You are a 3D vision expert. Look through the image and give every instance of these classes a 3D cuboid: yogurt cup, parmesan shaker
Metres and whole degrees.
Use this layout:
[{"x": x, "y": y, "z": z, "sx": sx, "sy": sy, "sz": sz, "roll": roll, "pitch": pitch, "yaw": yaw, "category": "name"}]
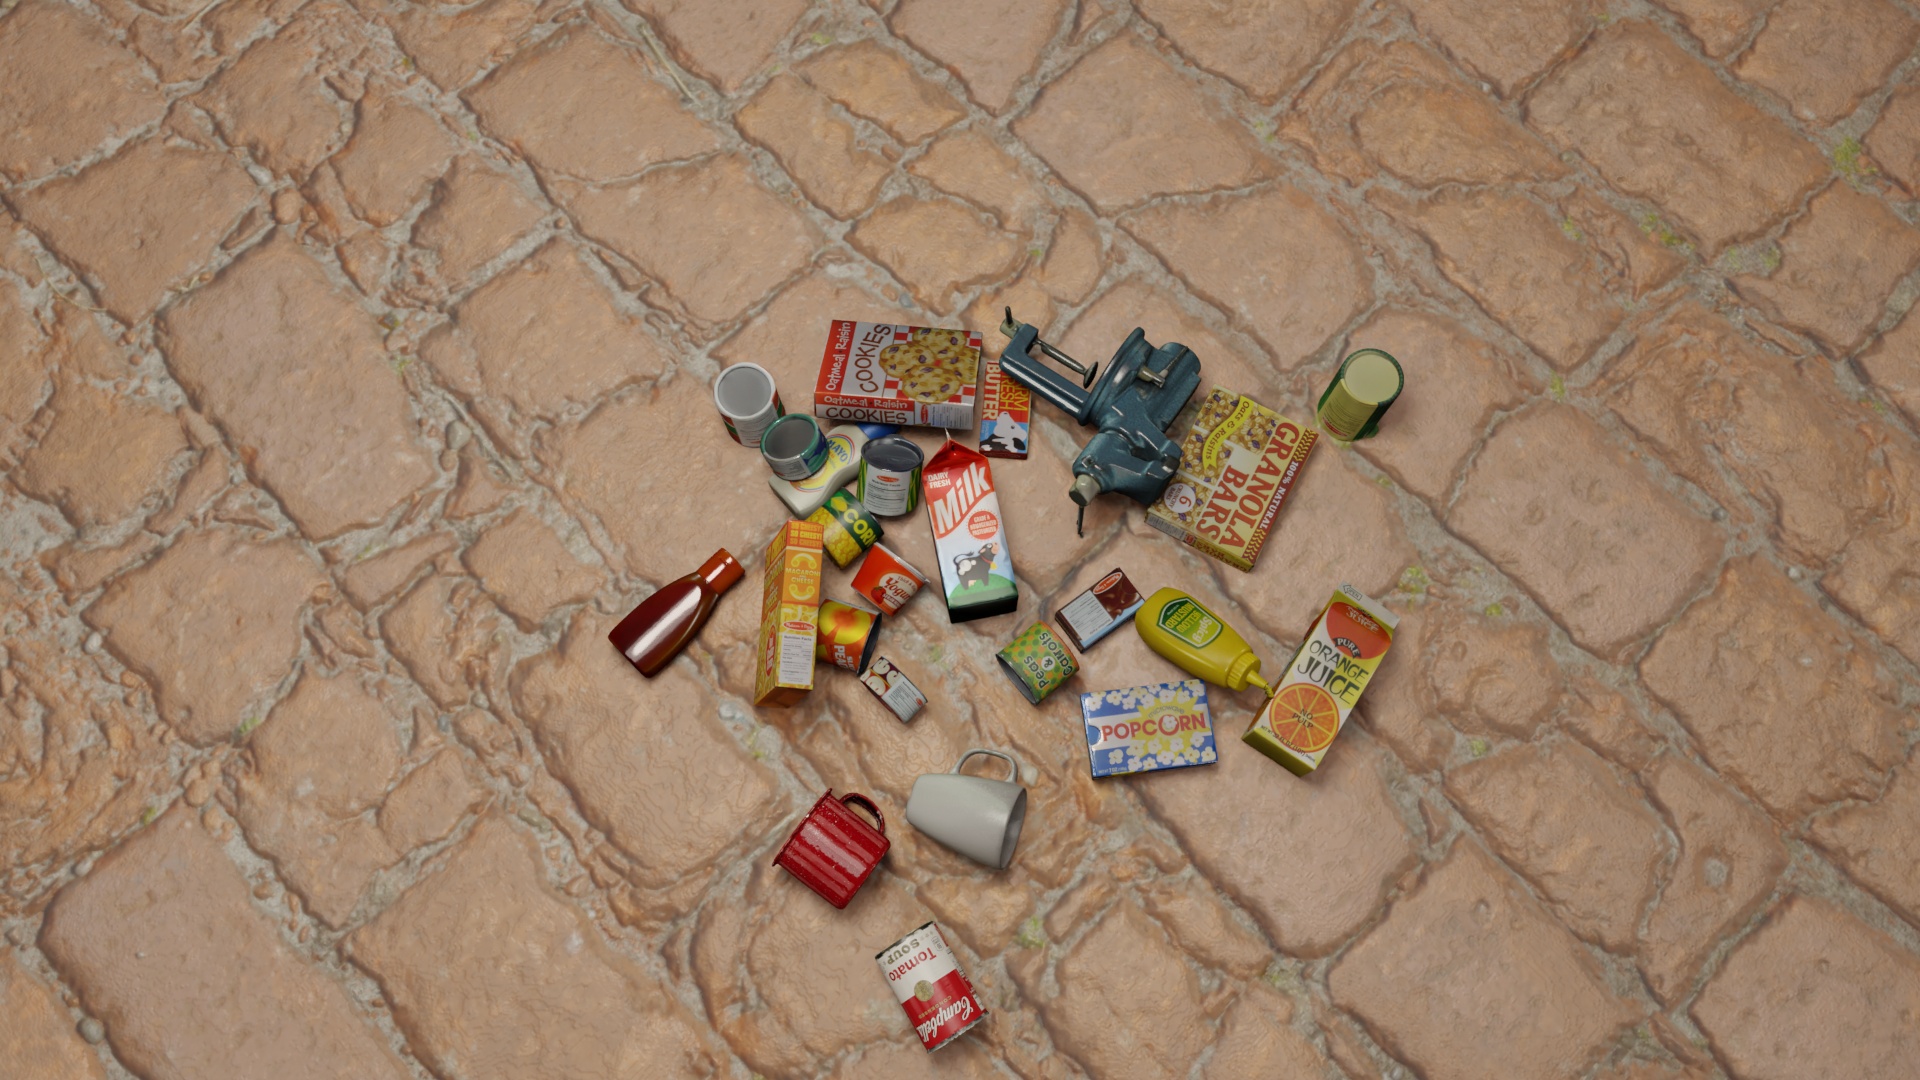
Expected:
[{"x": -0.076, "y": 0.042, "z": 1.428, "sx": 0.072, "sy": 0.072, "sz": 0.054, "roll": 36, "pitch": 85, "yaw": 10, "category": "yogurt cup"}, {"x": 0.422, "y": -0.151, "z": 1.458, "sx": 0.071, "sy": 0.103, "sz": 0.071, "roll": 0, "pitch": 74, "yaw": 0, "category": "parmesan shaker"}]

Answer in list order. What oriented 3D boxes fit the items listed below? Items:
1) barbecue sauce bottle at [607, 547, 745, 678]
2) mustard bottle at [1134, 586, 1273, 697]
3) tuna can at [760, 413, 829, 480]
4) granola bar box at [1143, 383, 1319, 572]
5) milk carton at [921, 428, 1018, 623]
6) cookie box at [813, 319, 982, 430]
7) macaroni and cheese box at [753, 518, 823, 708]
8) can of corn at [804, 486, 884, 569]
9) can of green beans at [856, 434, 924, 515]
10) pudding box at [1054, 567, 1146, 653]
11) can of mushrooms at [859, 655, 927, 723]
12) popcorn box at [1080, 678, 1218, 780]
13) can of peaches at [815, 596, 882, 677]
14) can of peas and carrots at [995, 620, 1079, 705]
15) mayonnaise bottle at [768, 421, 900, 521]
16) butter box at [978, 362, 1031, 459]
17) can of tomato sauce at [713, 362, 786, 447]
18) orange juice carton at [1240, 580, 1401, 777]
[{"x": -0.288, "y": 0.070, "z": 1.431, "sx": 0.065, "sy": 0.043, "sz": 0.149, "roll": 43, "pitch": 78, "yaw": 12, "category": "barbecue sauce bottle"}, {"x": 0.250, "y": 0.108, "z": 1.386, "sx": 0.065, "sy": 0.048, "sz": 0.160, "roll": -41, "pitch": 55, "yaw": -22, "category": "mustard bottle"}, {"x": -0.173, "y": -0.100, "z": 1.451, "sx": 0.071, "sy": 0.032, "sz": 0.071, "roll": -9, "pitch": 53, "yaw": 13, "category": "tuna can"}, {"x": 0.287, "y": -0.067, "z": 1.468, "sx": 0.124, "sy": 0.039, "sz": 0.166, "roll": 27, "pitch": 76, "yaw": 8, "category": "granola bar box"}, {"x": 0.005, "y": -0.018, "z": 1.439, "sx": 0.073, "sy": 0.072, "sz": 0.191, "roll": -11, "pitch": 74, "yaw": -2, "category": "milk carton"}, {"x": -0.065, "y": -0.177, "z": 1.480, "sx": 0.167, "sy": 0.040, "sz": 0.123, "roll": 5, "pitch": 47, "yaw": 2, "category": "cookie box"}, {"x": -0.171, "y": 0.076, "z": 1.386, "sx": 0.040, "sy": 0.123, "sz": 0.167, "roll": 8, "pitch": 73, "yaw": -16, "category": "macaroni and cheese box"}, {"x": -0.121, "y": -0.011, "z": 1.440, "sx": 0.058, "sy": 0.071, "sz": 0.071, "roll": -42, "pitch": 78, "yaw": -9, "category": "can of corn"}, {"x": -0.074, "y": -0.067, "z": 1.449, "sx": 0.071, "sy": 0.057, "sz": 0.071, "roll": 6, "pitch": 36, "yaw": -4, "category": "can of green beans"}, {"x": 0.144, "y": 0.073, "z": 1.433, "sx": 0.084, "sy": 0.030, "sz": 0.050, "roll": -35, "pitch": 75, "yaw": -9, "category": "pudding box"}, {"x": -0.068, "y": 0.149, "z": 1.395, "sx": 0.071, "sy": 0.071, "sz": 0.033, "roll": 42, "pitch": 80, "yaw": 12, "category": "can of mushrooms"}, {"x": 0.188, "y": 0.190, "z": 1.394, "sx": 0.127, "sy": 0.038, "sz": 0.085, "roll": -7, "pitch": 75, "yaw": -2, "category": "popcorn box"}, {"x": -0.118, "y": 0.098, "z": 1.408, "sx": 0.058, "sy": 0.071, "sz": 0.071, "roll": 18, "pitch": 75, "yaw": 6, "category": "can of peaches"}, {"x": 0.078, "y": 0.123, "z": 1.397, "sx": 0.059, "sy": 0.070, "sz": 0.071, "roll": -38, "pitch": 77, "yaw": -10, "category": "can of peas and carrots"}, {"x": -0.130, "y": -0.087, "z": 1.477, "sx": 0.148, "sy": 0.041, "sz": 0.065, "roll": -41, "pitch": 70, "yaw": -10, "category": "mayonnaise bottle"}, {"x": 0.049, "y": -0.140, "z": 1.500, "sx": 0.053, "sy": 0.024, "sz": 0.104, "roll": 4, "pitch": 74, "yaw": 1, "category": "butter box"}, {"x": -0.224, "y": -0.145, "z": 1.473, "sx": 0.071, "sy": 0.083, "sz": 0.071, "roll": 0, "pitch": 74, "yaw": 1, "category": "can of tomato sauce"}, {"x": 0.365, "y": 0.136, "z": 1.390, "sx": 0.072, "sy": 0.073, "sz": 0.193, "roll": 33, "pitch": 76, "yaw": 10, "category": "orange juice carton"}]
